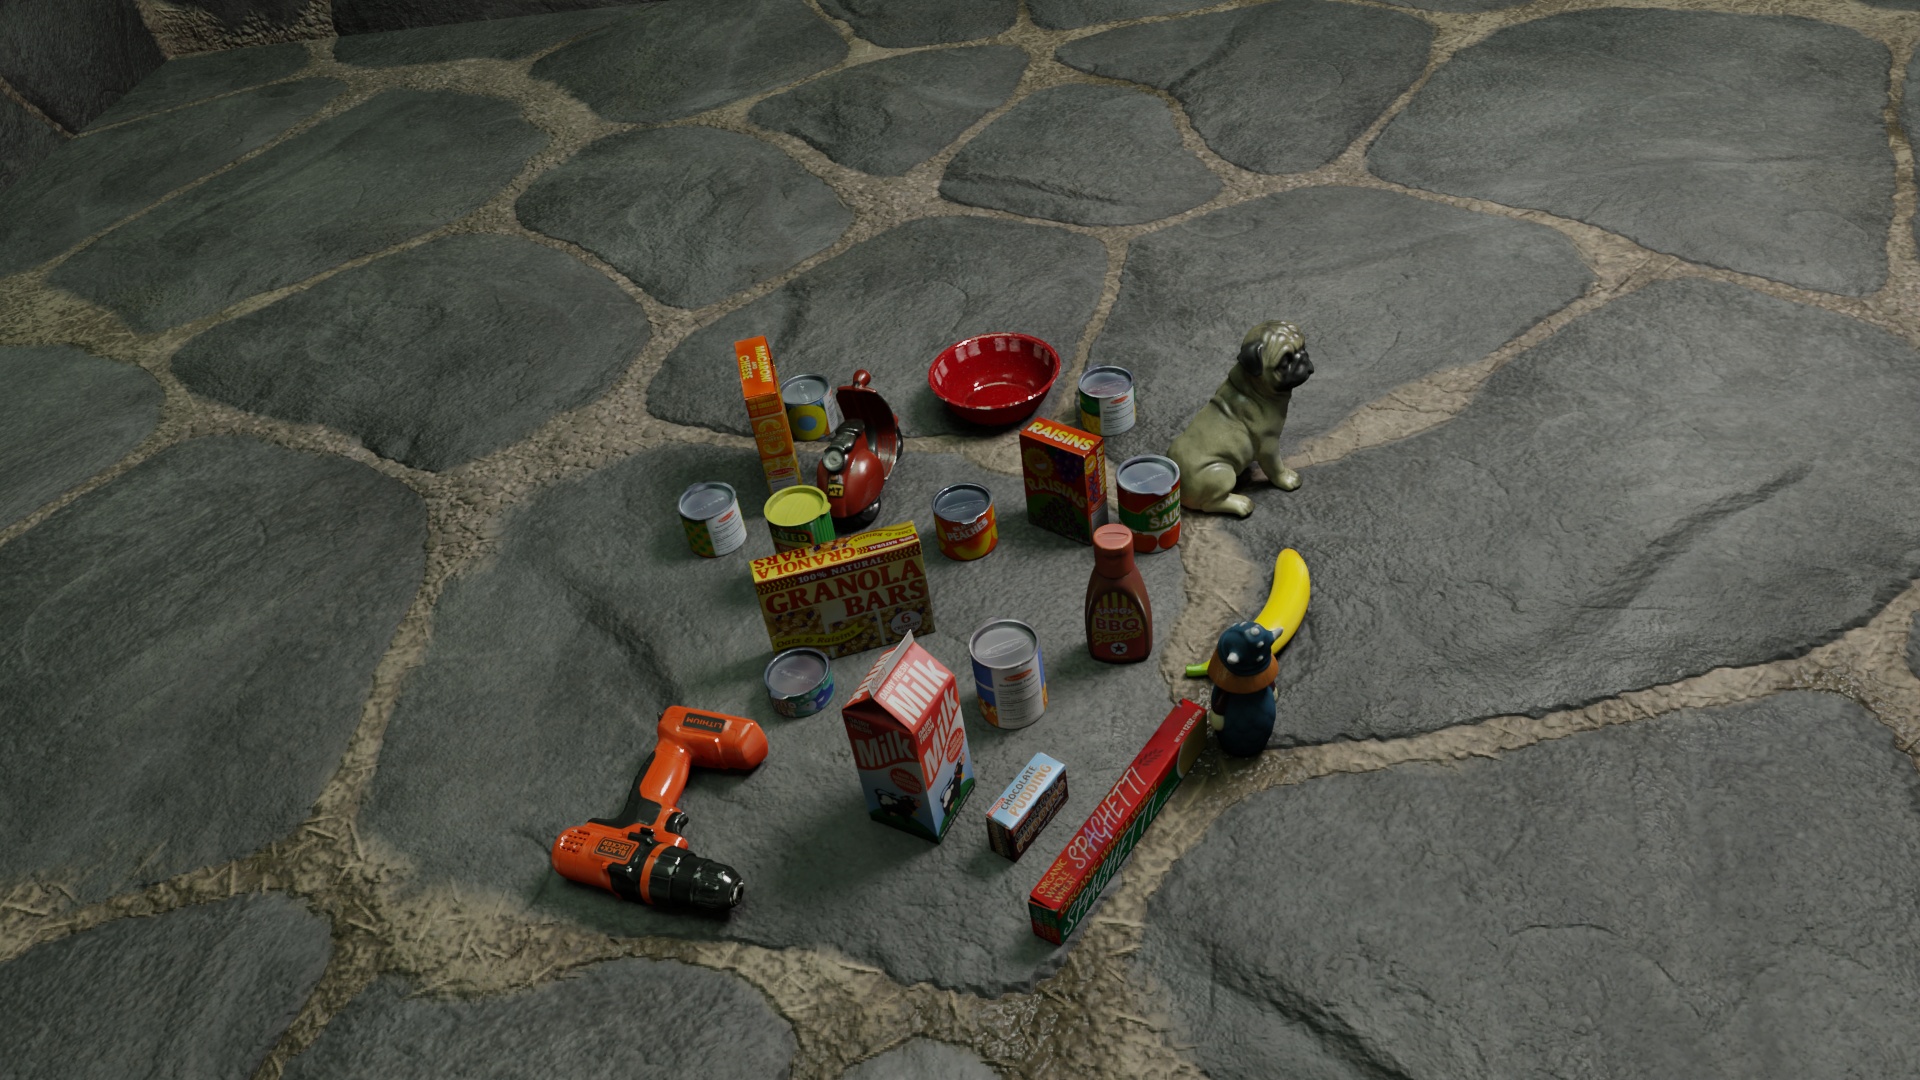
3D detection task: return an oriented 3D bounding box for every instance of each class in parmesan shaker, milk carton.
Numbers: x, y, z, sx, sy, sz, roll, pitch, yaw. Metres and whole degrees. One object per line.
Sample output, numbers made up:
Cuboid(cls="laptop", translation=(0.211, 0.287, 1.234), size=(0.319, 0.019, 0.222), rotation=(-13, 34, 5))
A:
Cuboid(cls="parmesan shaker", translation=(-0.162, 0.002, 1.468), size=(0.071, 0.102, 0.072), rotation=(-5, 40, 5))
Cuboid(cls="milk carton", translation=(-0.045, 0.165, 1.185), size=(0.073, 0.189, 0.073), rotation=(14, 45, 25))

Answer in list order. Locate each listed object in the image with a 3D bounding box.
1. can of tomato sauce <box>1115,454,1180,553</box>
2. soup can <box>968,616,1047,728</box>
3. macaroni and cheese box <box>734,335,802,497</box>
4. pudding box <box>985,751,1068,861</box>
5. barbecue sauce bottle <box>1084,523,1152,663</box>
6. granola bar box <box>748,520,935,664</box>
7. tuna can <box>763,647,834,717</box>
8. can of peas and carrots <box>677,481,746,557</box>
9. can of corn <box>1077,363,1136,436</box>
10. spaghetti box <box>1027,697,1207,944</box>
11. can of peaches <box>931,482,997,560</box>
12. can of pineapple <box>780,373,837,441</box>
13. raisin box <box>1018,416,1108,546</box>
Cuboid(cls="can of tomato sauce", translation=(0.200, -0.037, 1.463), size=(0.071, 0.082, 0.071), rotation=(-5, 40, 5))
Cuboid(cls="soup can", translation=(0.045, 0.123, 1.301), size=(0.071, 0.083, 0.072), rotation=(-5, 40, 5))
Cuboid(cls="macaroni and cheese box", translation=(-0.216, -0.131, 1.587), size=(0.040, 0.165, 0.124), rotation=(-13, 40, -5))
Cuboid(cls="pudding box", translation=(0.058, 0.229, 1.200), size=(0.030, 0.049, 0.084), rotation=(22, 49, 32))
Cuboid(cls="barbecue sauce bottle", translation=(0.148, 0.051, 1.318), size=(0.065, 0.147, 0.044), rotation=(0, 41, 10))
Cuboid(cls="granola bar box", translation=(-0.114, 0.056, 1.378), size=(0.166, 0.123, 0.039), rotation=(-15, 40, -7))
Cuboid(cls="tuna can", translation=(-0.158, 0.140, 1.358), size=(0.071, 0.032, 0.071), rotation=(-5, 40, 4))
Cuboid(cls="can of peas and carrots", translation=(-0.279, -0.025, 1.556), size=(0.071, 0.058, 0.071), rotation=(-5, 40, 4))
Cuboid(cls="can of corn", translation=(0.173, -0.166, 1.641), size=(0.071, 0.058, 0.071), rotation=(-5, 40, 4))
Cuboid(cls="spaghetti box", translation=(0.138, 0.234, 1.179), size=(0.029, 0.050, 0.251), rotation=(21, 48, 31))
Cuboid(cls="can of peaches", translation=(0.005, -0.019, 1.497), size=(0.071, 0.057, 0.071), rotation=(-5, 40, 4))
Cuboid(cls="can of pineapple", translation=(-0.189, -0.163, 1.704), size=(0.071, 0.057, 0.071), rotation=(-5, 40, 4))
Cuboid(cls="raisin box", translation=(0.112, -0.063, 1.479), size=(0.086, 0.122, 0.040), rotation=(23, 49, 32))
